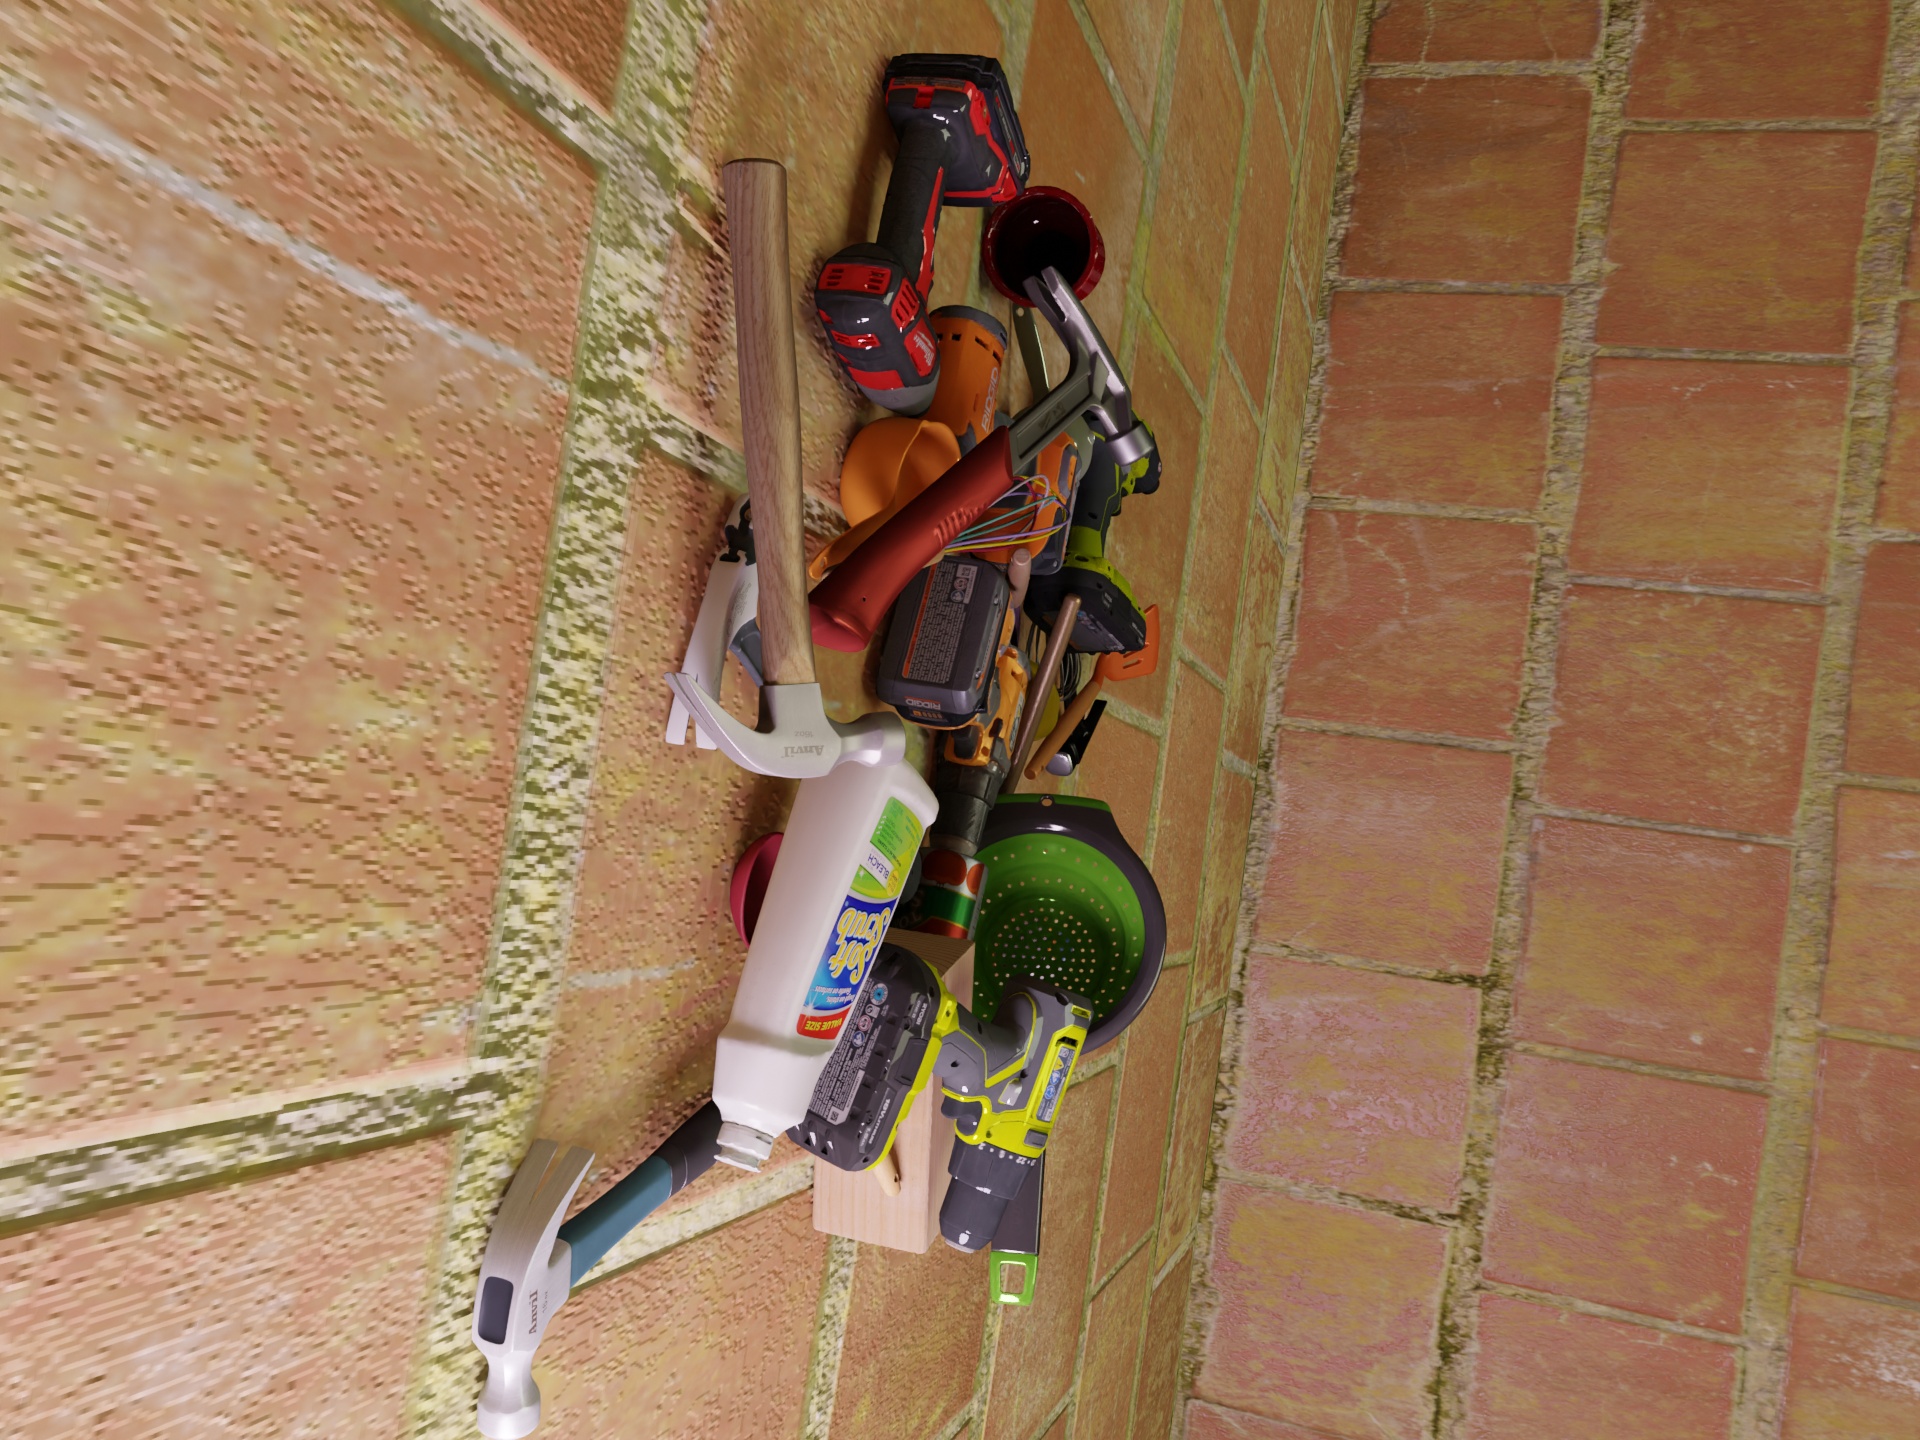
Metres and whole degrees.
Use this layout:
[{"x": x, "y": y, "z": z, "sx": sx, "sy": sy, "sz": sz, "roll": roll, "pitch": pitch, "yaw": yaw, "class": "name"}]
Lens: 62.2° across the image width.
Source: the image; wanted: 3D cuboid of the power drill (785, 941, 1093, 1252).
[{"x": -0.013, "y": 0.249, "z": 1.048, "sx": 0.228, "sy": 0.080, "sz": 0.190, "roll": 30, "pitch": 79, "yaw": -49, "class": "power drill"}]

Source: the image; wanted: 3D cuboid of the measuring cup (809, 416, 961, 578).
[{"x": -0.064, "y": -0.138, "z": 1.035, "sx": 0.174, "sy": 0.052, "sz": 0.095, "roll": -44, "pitch": 139, "yaw": -43, "class": "measuring cup"}]

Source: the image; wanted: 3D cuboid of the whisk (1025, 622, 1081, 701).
[{"x": 0.079, "y": -0.126, "z": 1.473, "sx": 0.055, "sy": 0.055, "sz": 0.238, "roll": -47, "pitch": 136, "yaw": -60, "class": "whisk"}]

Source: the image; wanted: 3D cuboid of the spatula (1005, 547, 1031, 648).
[{"x": 0.043, "y": -0.098, "z": 1.257, "sx": 0.316, "sy": 0.018, "sz": 0.060, "roll": 91, "pitch": -13, "yaw": -84, "class": "spatula"}]

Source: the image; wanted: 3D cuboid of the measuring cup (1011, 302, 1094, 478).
[{"x": 0.060, "y": -0.274, "z": 1.344, "sx": 0.038, "sy": 0.083, "sz": 0.167, "roll": -27, "pitch": 107, "yaw": -51, "class": "measuring cup"}]

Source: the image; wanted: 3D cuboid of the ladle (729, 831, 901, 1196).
[{"x": -0.089, "y": 0.201, "z": 1.033, "sx": 0.069, "sy": 0.031, "sz": 0.315, "roll": -56, "pitch": 137, "yaw": -46, "class": "ladle"}]

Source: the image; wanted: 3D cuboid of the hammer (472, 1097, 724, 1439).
[{"x": -0.165, "y": 0.254, "z": 0.897, "sx": 0.331, "sy": 0.033, "sz": 0.128, "roll": -26, "pitch": 123, "yaw": -69, "class": "hammer"}]

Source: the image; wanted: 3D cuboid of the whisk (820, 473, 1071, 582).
[{"x": -0.008, "y": -0.122, "z": 1.052, "sx": 0.245, "sy": 0.051, "sz": 0.047, "roll": -27, "pitch": 103, "yaw": -47, "class": "whisk"}]

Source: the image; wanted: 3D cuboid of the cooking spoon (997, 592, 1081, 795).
[{"x": 0.044, "y": 0.041, "z": 1.346, "sx": 0.069, "sy": 0.017, "sz": 0.318, "roll": -42, "pitch": 153, "yaw": -70, "class": "cooking spoon"}]

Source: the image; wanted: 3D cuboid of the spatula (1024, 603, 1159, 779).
[{"x": 0.132, "y": -0.021, "z": 1.565, "sx": 0.323, "sy": 0.041, "sz": 0.081, "roll": -50, "pitch": 143, "yaw": -54, "class": "spatula"}]

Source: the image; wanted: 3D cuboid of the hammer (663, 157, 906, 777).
[{"x": -0.102, "y": -0.134, "z": 0.857, "sx": 0.130, "sy": 0.031, "sz": 0.331, "roll": -5, "pitch": 92, "yaw": -33, "class": "hammer"}]

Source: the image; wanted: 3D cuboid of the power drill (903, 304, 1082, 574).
[{"x": 0.018, "y": -0.189, "z": 1.211, "sx": 0.226, "sy": 0.084, "sz": 0.164, "roll": 40, "pitch": 59, "yaw": -63, "class": "power drill"}]

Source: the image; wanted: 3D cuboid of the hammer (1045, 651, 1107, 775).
[{"x": 0.106, "y": -0.114, "z": 1.567, "sx": 0.127, "sy": 0.034, "sz": 0.336, "roll": -59, "pitch": 150, "yaw": -49, "class": "hammer"}]

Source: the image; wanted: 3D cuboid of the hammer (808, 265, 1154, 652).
[{"x": 0.005, "y": -0.161, "z": 1.021, "sx": 0.149, "sy": 0.037, "sz": 0.359, "roll": 57, "pitch": 48, "yaw": -15, "class": "hammer"}]

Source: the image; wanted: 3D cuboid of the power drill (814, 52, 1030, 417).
[{"x": -0.025, "y": -0.312, "z": 1.044, "sx": 0.143, "sy": 0.078, "sz": 0.220, "roll": 57, "pitch": 46, "yaw": -62, "class": "power drill"}]

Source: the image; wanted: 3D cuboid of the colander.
[{"x": 0.058, "y": 0.259, "z": 1.275, "sx": 0.094, "sy": 0.204, "sz": 0.397, "roll": 75, "pitch": 19, "yaw": -67, "class": "colander"}]

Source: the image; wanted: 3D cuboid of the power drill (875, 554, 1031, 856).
[{"x": -0.002, "y": -0.004, "z": 1.221, "sx": 0.226, "sy": 0.084, "sz": 0.185, "roll": 66, "pitch": 35, "yaw": -65, "class": "power drill"}]

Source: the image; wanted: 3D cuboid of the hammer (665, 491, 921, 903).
[{"x": -0.089, "y": 0.030, "z": 1.038, "sx": 0.408, "sy": 0.036, "sz": 0.149, "roll": 65, "pitch": 37, "yaw": -58, "class": "hammer"}]

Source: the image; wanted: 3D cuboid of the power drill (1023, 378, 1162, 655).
[{"x": 0.131, "y": -0.179, "z": 1.442, "sx": 0.171, "sy": 0.080, "sz": 0.223, "roll": 37, "pitch": 58, "yaw": -54, "class": "power drill"}]
